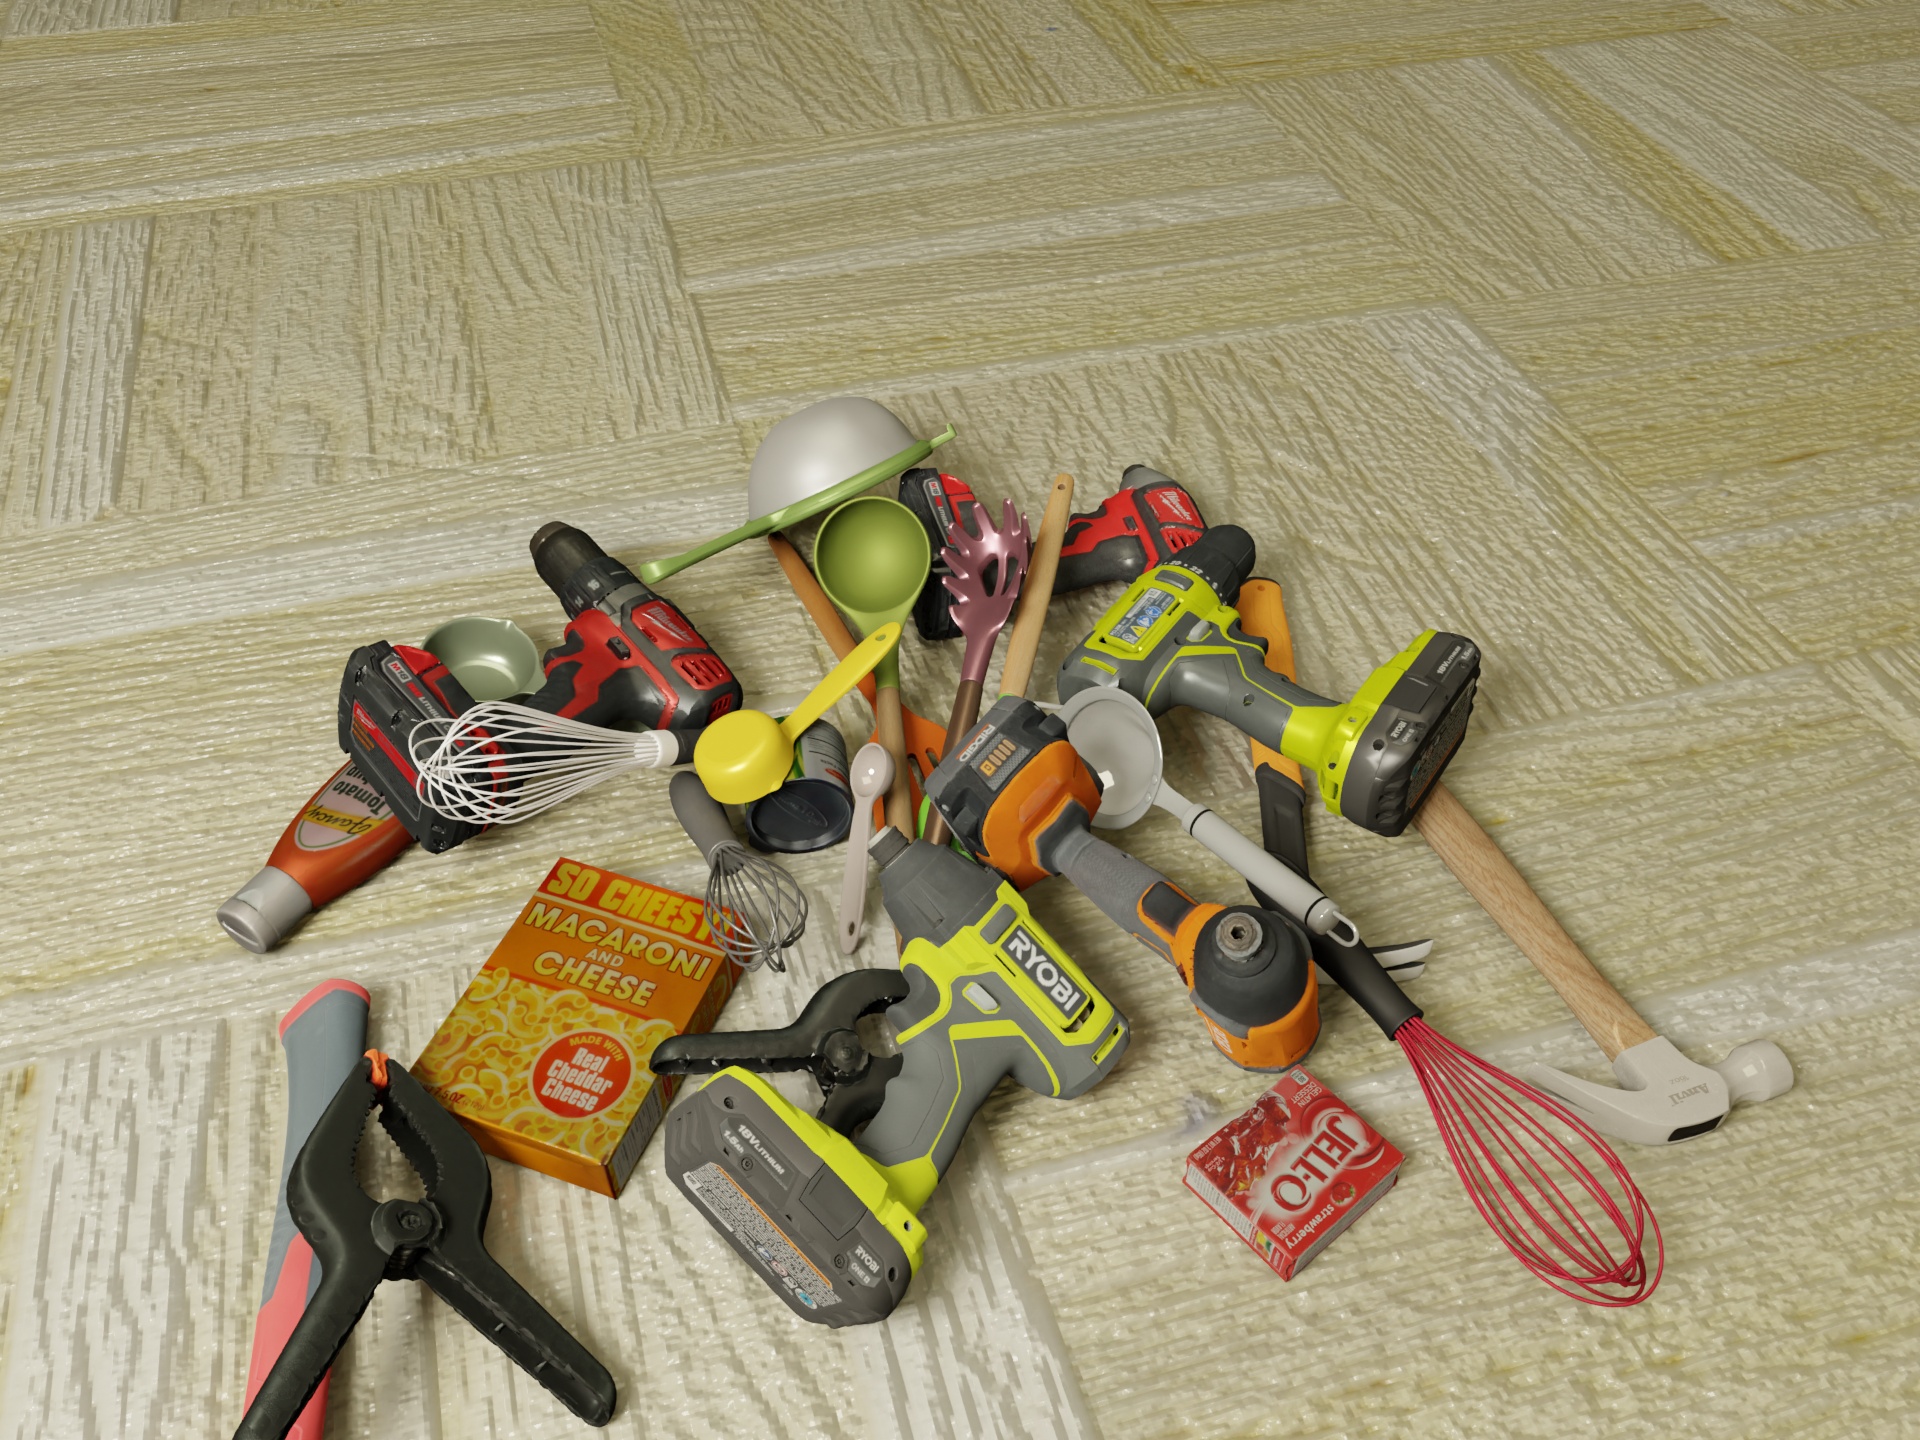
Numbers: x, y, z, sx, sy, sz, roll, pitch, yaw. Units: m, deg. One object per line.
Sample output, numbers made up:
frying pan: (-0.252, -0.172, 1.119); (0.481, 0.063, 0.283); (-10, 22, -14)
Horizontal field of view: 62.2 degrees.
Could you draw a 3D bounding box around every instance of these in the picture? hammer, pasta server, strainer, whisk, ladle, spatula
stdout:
hammer: (-0.295, 0.284, 0.743); (0.143, 0.038, 0.387); (-5, 45, -8)
pasta server: (-0.002, -0.003, 0.967); (0.060, 0.040, 0.316); (-4, 54, 25)
strainer: (-0.133, -0.169, 1.111); (0.151, 0.069, 0.256); (-12, 16, 47)
hammer: (0.321, 0.106, 0.937); (0.130, 0.031, 0.332); (-16, 47, -17)
whisk: (-0.136, 0.076, 0.905); (0.055, 0.055, 0.239); (-16, 24, -16)
whisk: (0.245, 0.174, 0.828); (0.073, 0.073, 0.296); (-23, 54, -23)
strainer: (0.132, 0.054, 0.911); (0.050, 0.086, 0.259); (-1, 29, -41)
ladle: (-0.045, -0.001, 0.979); (0.078, 0.062, 0.320); (-10, 59, 6)
whisk: (-0.197, 0.019, 0.918); (0.070, 0.070, 0.284); (30, 17, 27)
spatula: (-0.074, -0.035, 1.082); (0.081, 0.041, 0.323); (-17, 43, -16)
hammer: (0.211, 0.025, 1.015); (0.127, 0.034, 0.337); (2, 45, 2)

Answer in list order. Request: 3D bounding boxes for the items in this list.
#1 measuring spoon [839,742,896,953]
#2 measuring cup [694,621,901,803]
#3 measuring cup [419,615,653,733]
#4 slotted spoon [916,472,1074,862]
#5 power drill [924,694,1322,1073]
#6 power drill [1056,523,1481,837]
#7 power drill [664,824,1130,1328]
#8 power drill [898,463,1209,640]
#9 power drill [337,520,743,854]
measuring spoon: (-0.054, 0.075, 0.932); (0.018, 0.124, 0.034); (13, -10, -39)
measuring cup: (-0.096, -0.014, 0.950); (0.156, 0.029, 0.062); (-44, 47, -16)
measuring cup: (-0.278, -0.011, 1.052); (0.167, 0.038, 0.083); (25, 46, 0)
slotted spoon: (0.035, -0.036, 1.019); (0.070, 0.031, 0.314); (10, 60, 9)
power drill: (0.089, 0.085, 0.834); (0.227, 0.164, 0.084); (38, 80, 26)
power drill: (0.200, -0.036, 0.999); (0.229, 0.080, 0.190); (25, 53, 28)
power drill: (-0.034, 0.169, 0.794); (0.171, 0.080, 0.223); (47, 52, -1)
power drill: (0.069, -0.131, 1.144); (0.219, 0.078, 0.143); (-6, 46, -11)
power drill: (-0.271, -0.034, 0.997); (0.188, 0.080, 0.226); (46, 46, 17)
